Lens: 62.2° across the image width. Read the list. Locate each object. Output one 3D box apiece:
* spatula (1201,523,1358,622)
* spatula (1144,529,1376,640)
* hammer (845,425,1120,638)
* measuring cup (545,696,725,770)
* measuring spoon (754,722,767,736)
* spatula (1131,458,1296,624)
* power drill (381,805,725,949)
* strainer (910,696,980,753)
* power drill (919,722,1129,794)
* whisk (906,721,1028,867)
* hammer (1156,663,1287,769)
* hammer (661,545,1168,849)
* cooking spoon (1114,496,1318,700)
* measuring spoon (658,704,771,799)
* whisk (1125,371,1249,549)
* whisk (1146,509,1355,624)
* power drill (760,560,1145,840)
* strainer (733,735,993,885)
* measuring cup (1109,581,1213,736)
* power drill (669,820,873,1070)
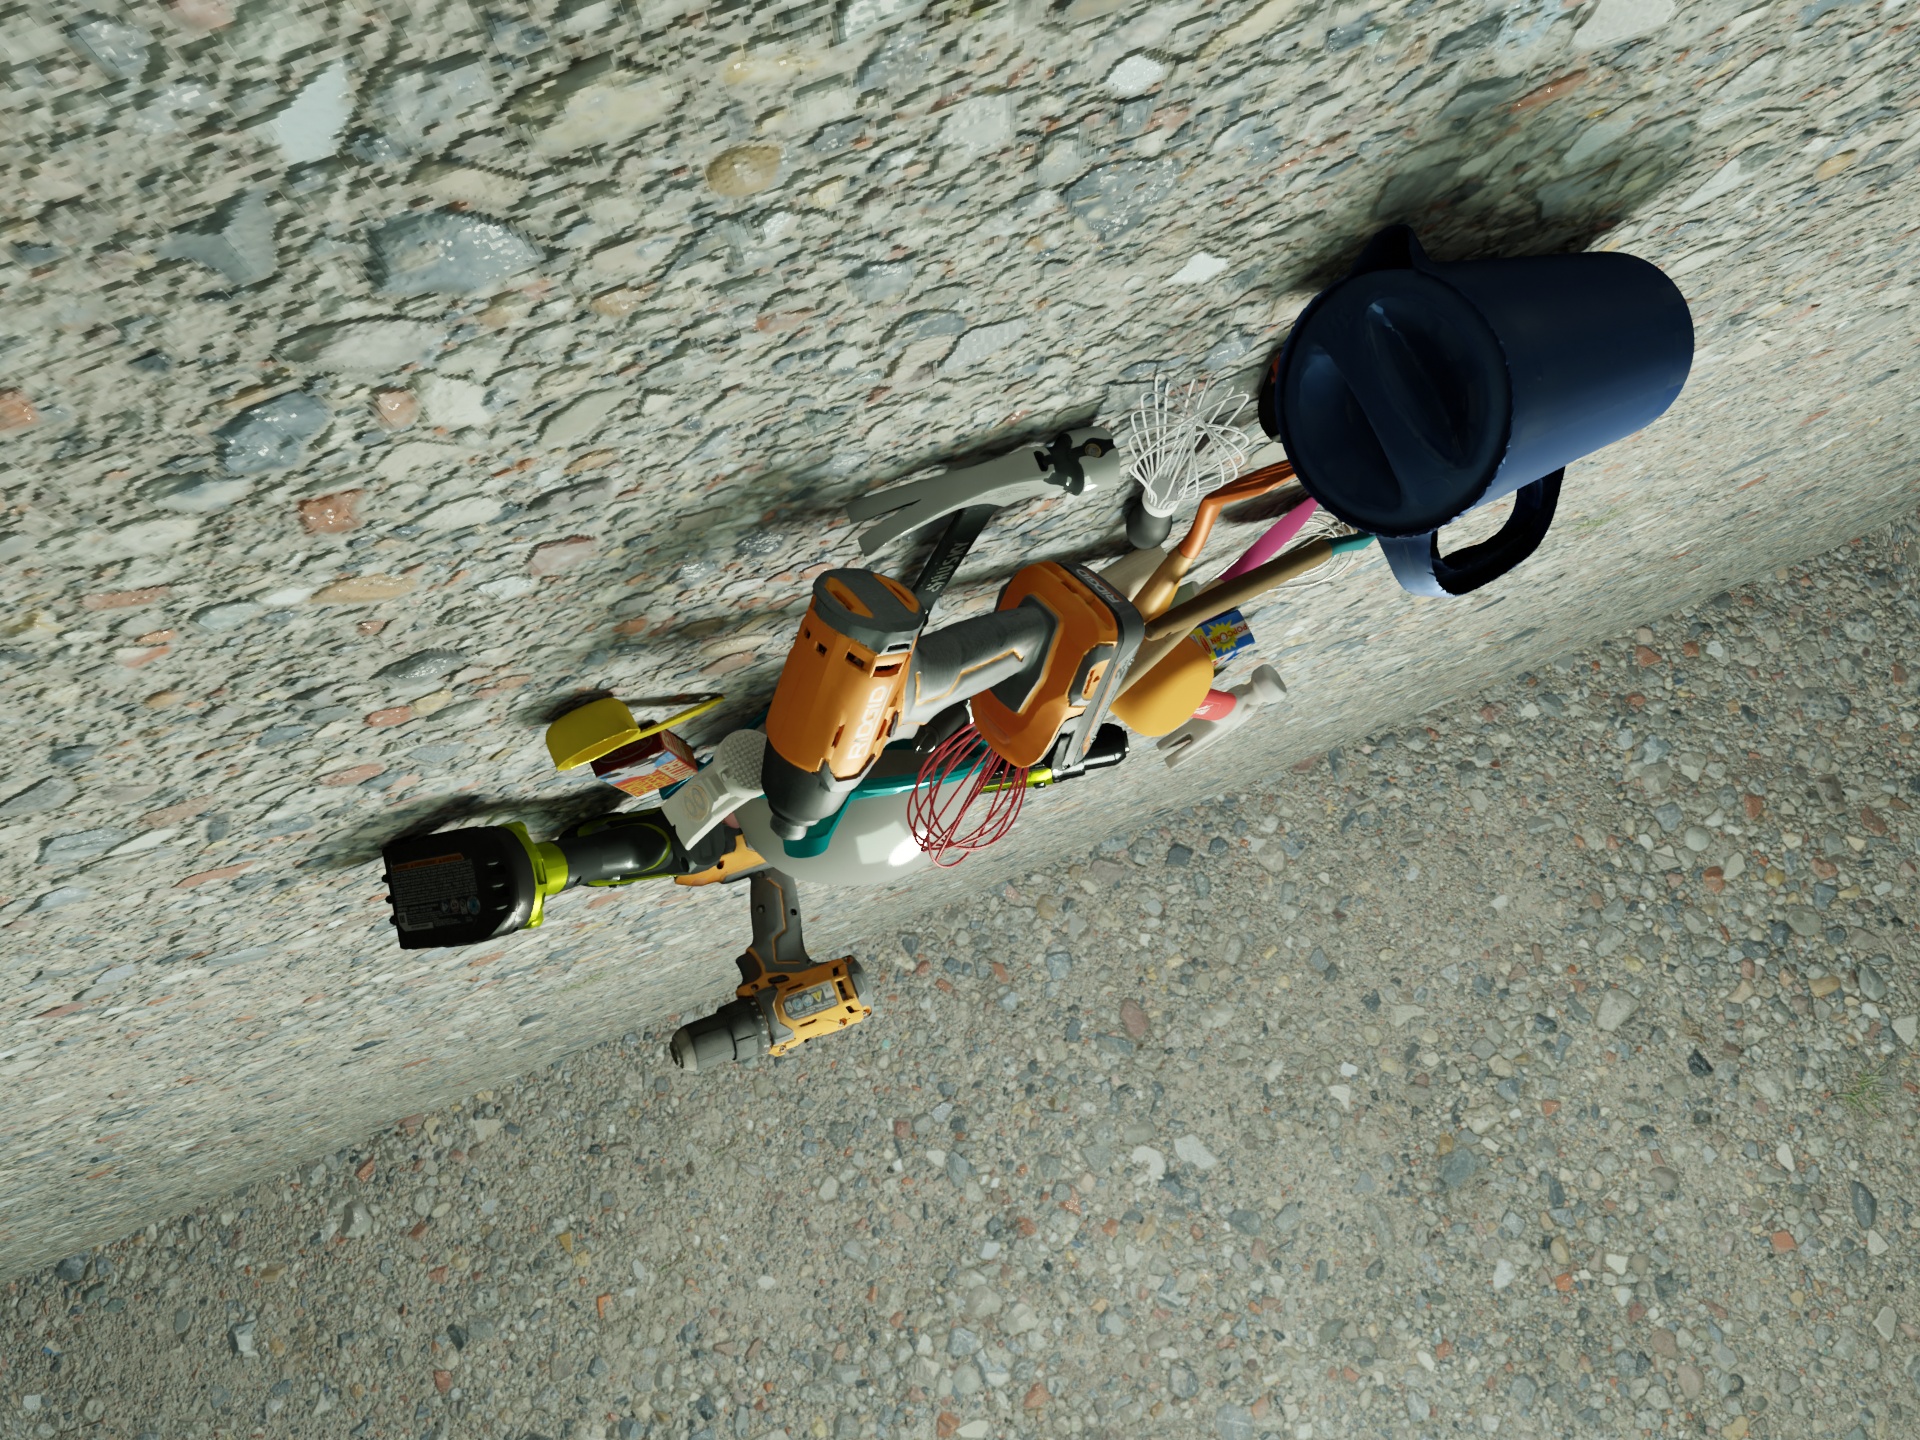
[{"bbox_3d":[0.284,-0.133,1.363,0.316,0.018,0.059,-30,173,42],"label":"spatula"},{"bbox_3d":[0.235,-0.122,1.129,0.317,0.044,0.082,-26,170,-35],"label":"spatula"},{"bbox_3d":[-0.033,-0.070,1.021,0.149,0.036,0.409,-17,168,-20],"label":"hammer"},{"bbox_3d":[-0.209,-0.005,1.039,0.062,0.029,0.156,-30,178,33],"label":"measuring cup"},{"bbox_3d":[-0.116,0.001,1.233,0.124,0.018,0.034,-20,168,-14],"label":"measuring spoon"},{"bbox_3d":[0.146,-0.093,1.055,0.081,0.041,0.322,-31,167,-31],"label":"spatula"},{"bbox_3d":[-0.311,0.110,1.196,0.171,0.080,0.223,-11,179,33],"label":"power drill"},{"bbox_3d":[-0.002,-0.004,1.178,0.087,0.050,0.258,-54,176,15],"label":"strainer"},{"bbox_3d":[0.056,0.022,1.437,0.190,0.080,0.228,-9,170,5],"label":"power drill"},{"bbox_3d":[0.040,-0.005,1.115,0.073,0.073,0.296,-34,-164,46],"label":"whisk"},{"bbox_3d":[0.163,-0.015,1.416,0.143,0.038,0.386,-36,158,24],"label":"hammer"},{"bbox_3d":[-0.011,-0.029,1.058,0.410,0.038,0.146,-28,176,-33],"label":"hammer"},{"bbox_3d":[0.171,-0.081,1.130,0.319,0.017,0.068,-40,174,-34],"label":"cooking spoon"},{"bbox_3d":[-0.185,0.017,1.199,0.128,0.021,0.042,-38,175,26],"label":"measuring spoon"},{"bbox_3d":[0.124,-0.141,0.942,0.070,0.070,0.284,-22,174,-1],"label":"whisk"},{"bbox_3d":[0.200,-0.104,1.283,0.246,0.059,0.058,-23,-163,23],"label":"whisk"},{"bbox_3d":[-0.013,-0.011,0.912,0.226,0.084,0.164,-9,133,-43],"label":"power drill"},{"bbox_3d":[-0.082,0.083,1.140,0.211,0.095,0.340,-3,-170,4],"label":"strainer"},{"bbox_3d":[0.168,-0.059,1.243,0.095,0.052,0.173,-25,146,-33],"label":"measuring cup"},{"bbox_3d":[-0.199,0.195,1.441,0.185,0.226,0.084,-17,167,-24],"label":"power drill"}]
